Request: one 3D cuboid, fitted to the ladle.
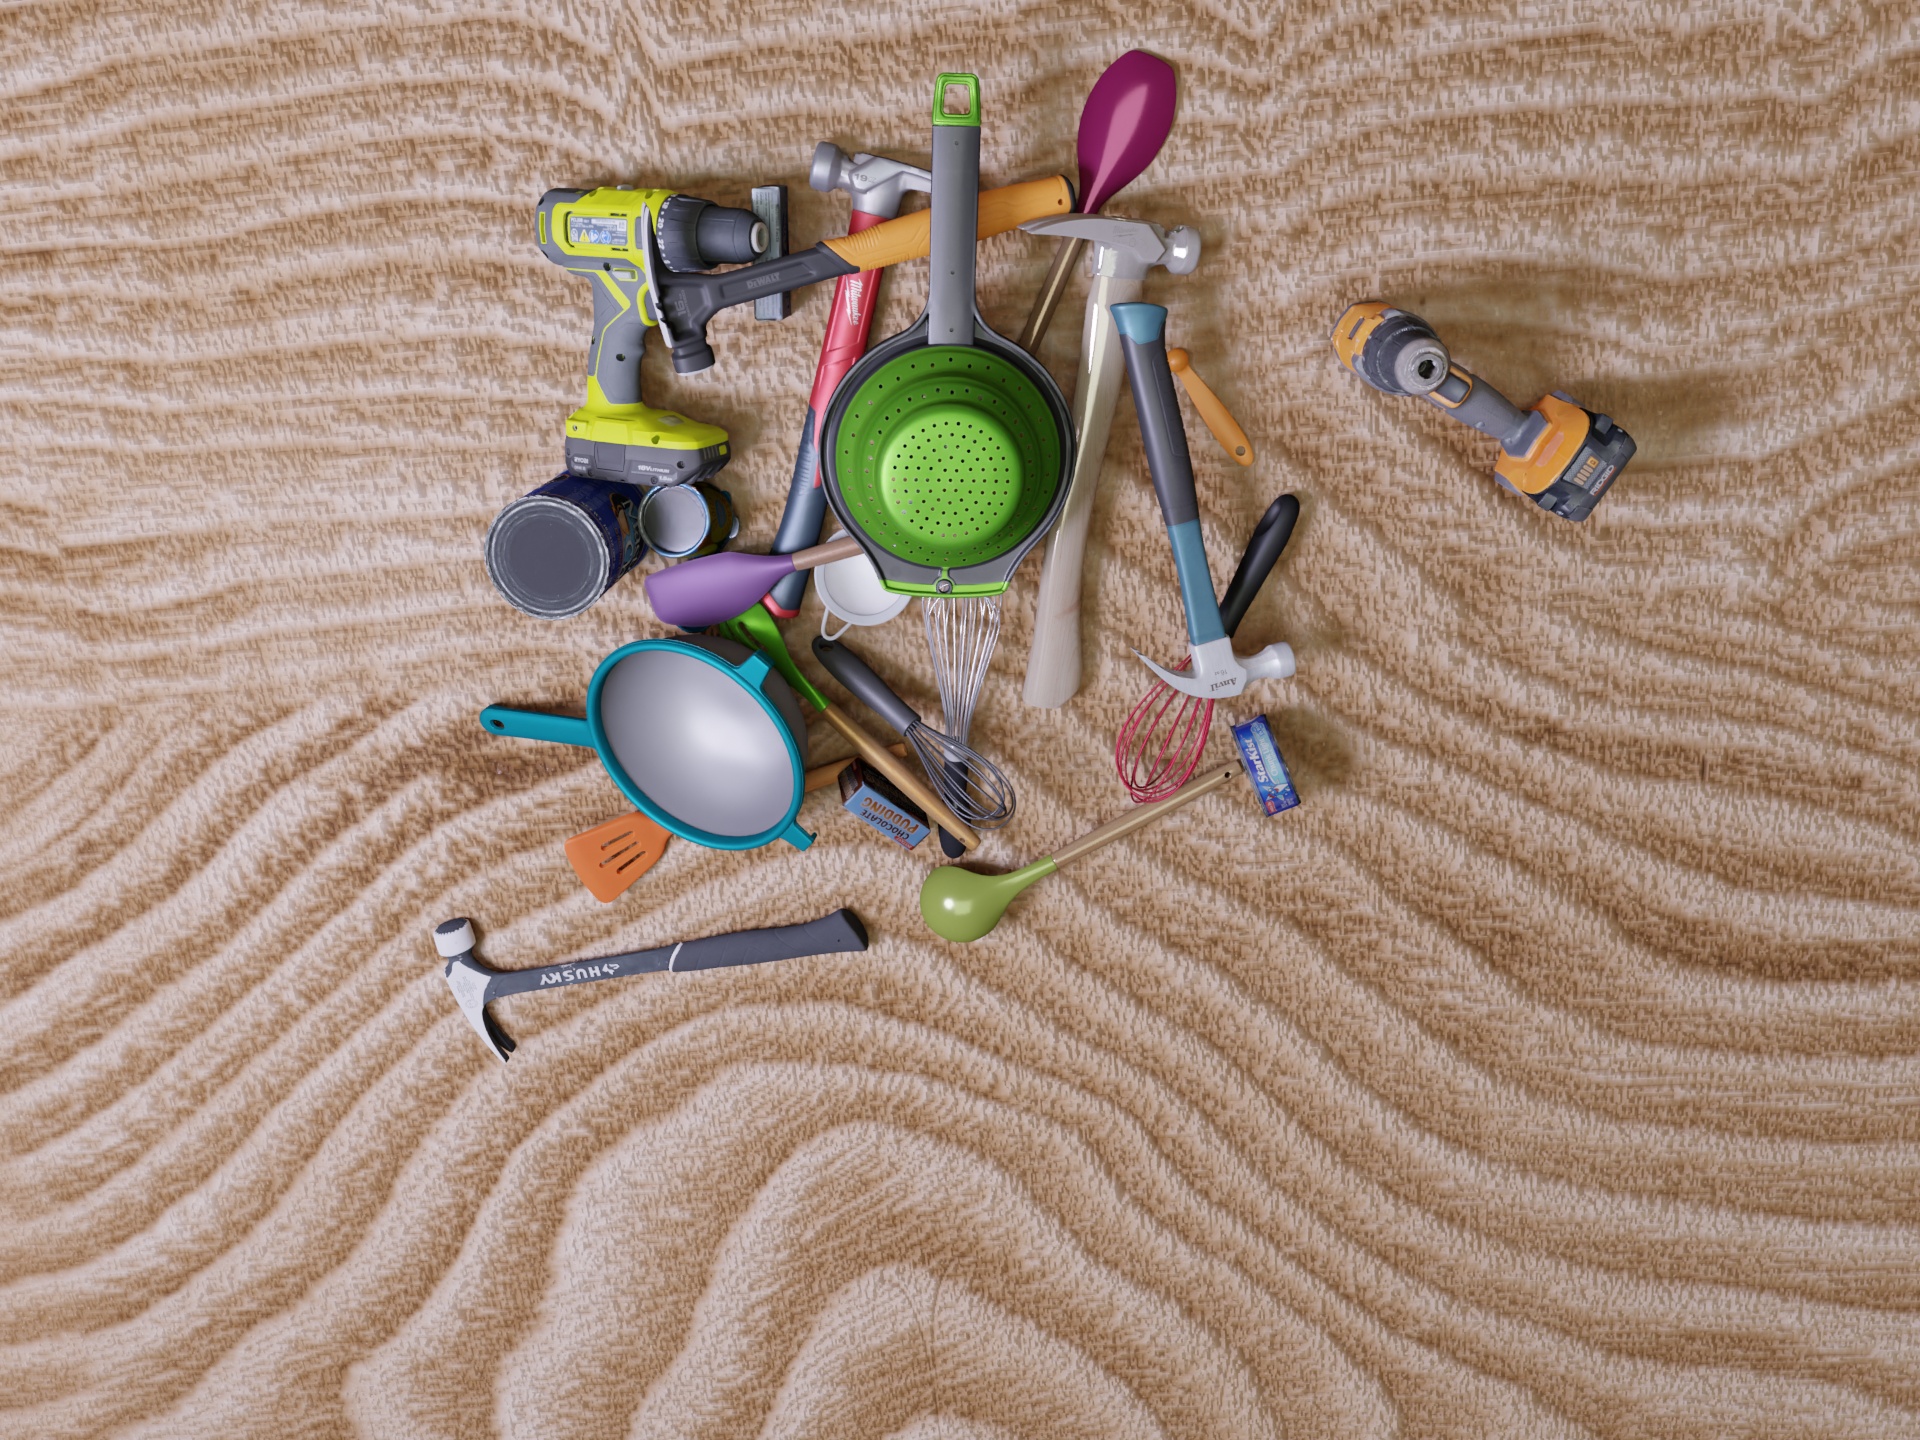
[{"bbox_3d":[0.107,0.111,1.440,0.320,0.062,0.078,-28,106,6],"label":"ladle"}]

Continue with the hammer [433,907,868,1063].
[{"bbox_3d":[-0.289,0.233,1.513,0.409,0.036,0.149,-9,110,7],"label":"hammer"}]

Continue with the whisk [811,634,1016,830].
[{"bbox_3d":[-0.045,0.007,1.371,0.239,0.055,0.055,42,109,16],"label":"whisk"}]

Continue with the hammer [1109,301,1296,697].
[{"bbox_3d":[0.176,-0.173,1.274,0.128,0.033,0.331,-17,107,-5],"label":"hammer"}]

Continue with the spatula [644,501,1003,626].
[{"bbox_3d":[-0.114,-0.137,1.333,0.316,0.018,0.059,-15,111,11],"label":"spatula"}]

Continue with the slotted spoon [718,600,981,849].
[{"bbox_3d":[-0.099,0.005,1.397,0.313,0.031,0.070,43,140,-5],"label":"slotted spoon"}]

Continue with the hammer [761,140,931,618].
[{"bbox_3d":[-0.091,-0.264,1.320,0.143,0.038,0.386,15,110,-2],"label":"hammer"}]

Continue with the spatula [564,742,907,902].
[{"bbox_3d":[-0.200,0.082,1.448,0.322,0.041,0.081,-19,123,9],"label":"spatula"}]

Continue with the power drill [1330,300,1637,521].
[{"bbox_3d":[0.397,-0.240,1.213,0.226,0.185,0.084,29,108,-9],"label":"power drill"}]

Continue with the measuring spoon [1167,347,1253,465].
[{"bbox_3d":[0.206,-0.257,1.311,0.021,0.011,0.117,-35,103,15],"label":"measuring spoon"}]

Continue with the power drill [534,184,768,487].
[{"bbox_3d":[-0.243,-0.309,1.277,0.190,0.080,0.228,10,111,20],"label":"power drill"}]

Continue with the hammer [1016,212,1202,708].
[{"bbox_3d":[0.089,-0.203,1.308,0.146,0.038,0.410,0,114,-20],"label":"hammer"}]

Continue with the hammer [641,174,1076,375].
[{"bbox_3d":[-0.072,-0.368,1.213,0.337,0.034,0.127,-18,119,-9],"label":"hammer"}]

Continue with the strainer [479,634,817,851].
[{"bbox_3d":[-0.268,-0.004,1.405,0.340,0.095,0.210,6,125,26],"label":"strainer"}]

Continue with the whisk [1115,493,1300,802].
[{"bbox_3d":[0.212,-0.059,1.358,0.073,0.073,0.295,25,104,-4],"label":"whisk"}]

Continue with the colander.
[{"bbox_3d":[-0.007,-0.270,1.187,0.204,0.095,0.397,1,111,-2],"label":"colander"}]

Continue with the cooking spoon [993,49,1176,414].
[{"bbox_3d":[0.087,-0.374,1.276,0.068,0.017,0.318,24,109,-2],"label":"cooking spoon"}]

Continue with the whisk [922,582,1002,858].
[{"bbox_3d":[-0.003,-0.004,1.398,0.070,0.070,0.284,4,114,3],"label":"whisk"}]

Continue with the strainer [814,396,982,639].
[{"bbox_3d":[-0.045,-0.180,1.345,0.087,0.050,0.258,32,103,-9],"label":"strainer"}]

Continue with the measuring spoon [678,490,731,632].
[{"bbox_3d":[-0.219,-0.139,1.389,0.042,0.021,0.128,20,101,10],"label":"measuring spoon"}]
